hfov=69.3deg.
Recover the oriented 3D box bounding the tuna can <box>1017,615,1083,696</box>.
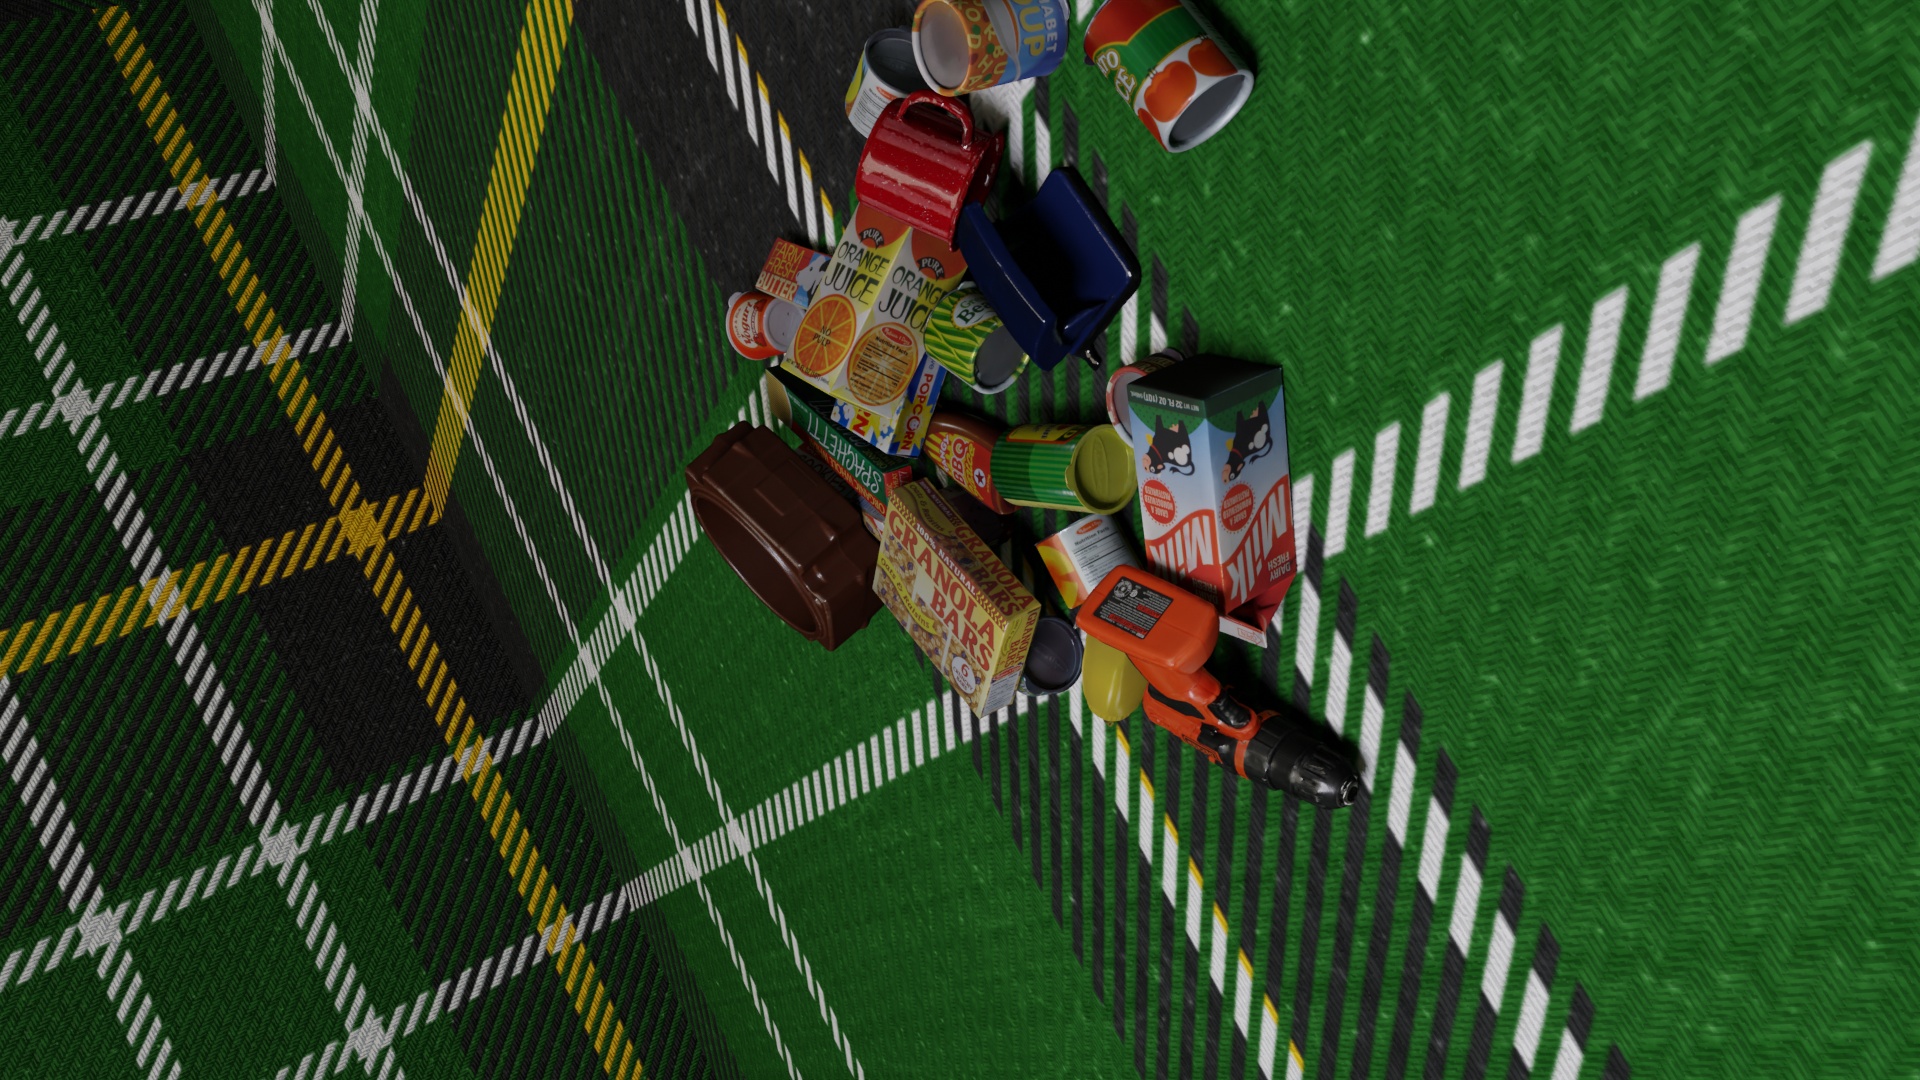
[{"bbox_3d":[0.067,0.100,1.169,0.032,0.071,0.071,-23,91,60],"label":"tuna can"}]

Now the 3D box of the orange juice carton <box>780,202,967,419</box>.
[{"bbox_3d":[-0.057,-0.201,1.099,0.072,0.073,0.192,31,97,43],"label":"orange juice carton"}]

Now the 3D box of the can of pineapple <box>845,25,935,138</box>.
[{"bbox_3d":[-0.048,-0.342,1.046,0.071,0.071,0.057,58,148,13],"label":"can of pineapple"}]

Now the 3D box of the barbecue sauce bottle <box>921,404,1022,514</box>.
[{"bbox_3d":[0.000,-0.080,1.172,0.149,0.044,0.064,36,136,40],"label":"barbecue sauce bottle"}]

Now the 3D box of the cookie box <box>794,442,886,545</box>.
[{"bbox_3d":[-0.090,-0.016,1.321,0.168,0.040,0.122,31,155,43],"label":"cookie box"}]

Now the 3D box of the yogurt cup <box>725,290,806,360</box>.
[{"bbox_3d":[-0.185,-0.209,1.347,0.054,0.073,0.072,6,116,46],"label":"yogurt cup"}]

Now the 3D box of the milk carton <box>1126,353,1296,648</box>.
[{"bbox_3d":[0.170,-0.021,0.925,0.072,0.074,0.189,22,128,50],"label":"milk carton"}]

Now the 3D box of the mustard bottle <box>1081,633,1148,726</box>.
[{"bbox_3d":[0.124,0.100,1.090,0.049,0.065,0.159,46,148,29],"label":"mustard bottle"}]

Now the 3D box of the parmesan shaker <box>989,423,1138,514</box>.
[{"bbox_3d":[0.075,-0.056,1.048,0.103,0.071,0.071,8,118,55],"label":"parmesan shaker"}]

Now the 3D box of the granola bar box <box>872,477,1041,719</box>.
[{"bbox_3d":[-0.006,0.047,1.150,0.166,0.039,0.123,48,143,31],"label":"granola bar box"}]

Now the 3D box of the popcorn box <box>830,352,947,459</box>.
[{"bbox_3d":[-0.054,-0.144,1.171,0.085,0.038,0.126,33,111,41],"label":"popcorn box"}]

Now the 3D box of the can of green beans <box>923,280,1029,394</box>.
[{"bbox_3d":[0.014,-0.155,1.077,0.058,0.071,0.071,39,140,36],"label":"can of green beans"}]

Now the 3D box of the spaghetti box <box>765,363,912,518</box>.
[{"bbox_3d":[-0.113,-0.095,1.265,0.251,0.029,0.050,41,144,47],"label":"spaghetti box"}]

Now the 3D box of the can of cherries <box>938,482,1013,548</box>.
[{"bbox_3d":[0.004,-0.015,1.197,0.071,0.058,0.071,34,136,40],"label":"can of cherries"}]

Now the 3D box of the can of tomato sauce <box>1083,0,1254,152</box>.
[{"bbox_3d":[0.122,-0.281,0.824,0.083,0.071,0.070,55,148,15],"label":"can of tomato sauce"}]

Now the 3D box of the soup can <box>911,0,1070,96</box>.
[{"bbox_3d":[0.021,-0.337,0.924,0.071,0.084,0.071,34,137,40],"label":"soup can"}]

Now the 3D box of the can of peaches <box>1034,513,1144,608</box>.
[{"bbox_3d":[0.099,0.014,1.067,0.058,0.071,0.071,62,149,4],"label":"can of peaches"}]

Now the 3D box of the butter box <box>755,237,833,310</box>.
[{"bbox_3d":[-0.144,-0.242,1.275,0.103,0.024,0.053,29,95,45],"label":"butter box"}]

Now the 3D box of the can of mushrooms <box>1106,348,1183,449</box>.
[{"bbox_3d":[0.135,-0.097,0.966,0.071,0.033,0.070,36,139,40],"label":"can of mushrooms"}]

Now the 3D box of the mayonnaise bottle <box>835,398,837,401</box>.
[{"bbox_3d":[-0.090,-0.136,1.275,0.065,0.041,0.147,44,145,40],"label":"mayonnaise bottle"}]
